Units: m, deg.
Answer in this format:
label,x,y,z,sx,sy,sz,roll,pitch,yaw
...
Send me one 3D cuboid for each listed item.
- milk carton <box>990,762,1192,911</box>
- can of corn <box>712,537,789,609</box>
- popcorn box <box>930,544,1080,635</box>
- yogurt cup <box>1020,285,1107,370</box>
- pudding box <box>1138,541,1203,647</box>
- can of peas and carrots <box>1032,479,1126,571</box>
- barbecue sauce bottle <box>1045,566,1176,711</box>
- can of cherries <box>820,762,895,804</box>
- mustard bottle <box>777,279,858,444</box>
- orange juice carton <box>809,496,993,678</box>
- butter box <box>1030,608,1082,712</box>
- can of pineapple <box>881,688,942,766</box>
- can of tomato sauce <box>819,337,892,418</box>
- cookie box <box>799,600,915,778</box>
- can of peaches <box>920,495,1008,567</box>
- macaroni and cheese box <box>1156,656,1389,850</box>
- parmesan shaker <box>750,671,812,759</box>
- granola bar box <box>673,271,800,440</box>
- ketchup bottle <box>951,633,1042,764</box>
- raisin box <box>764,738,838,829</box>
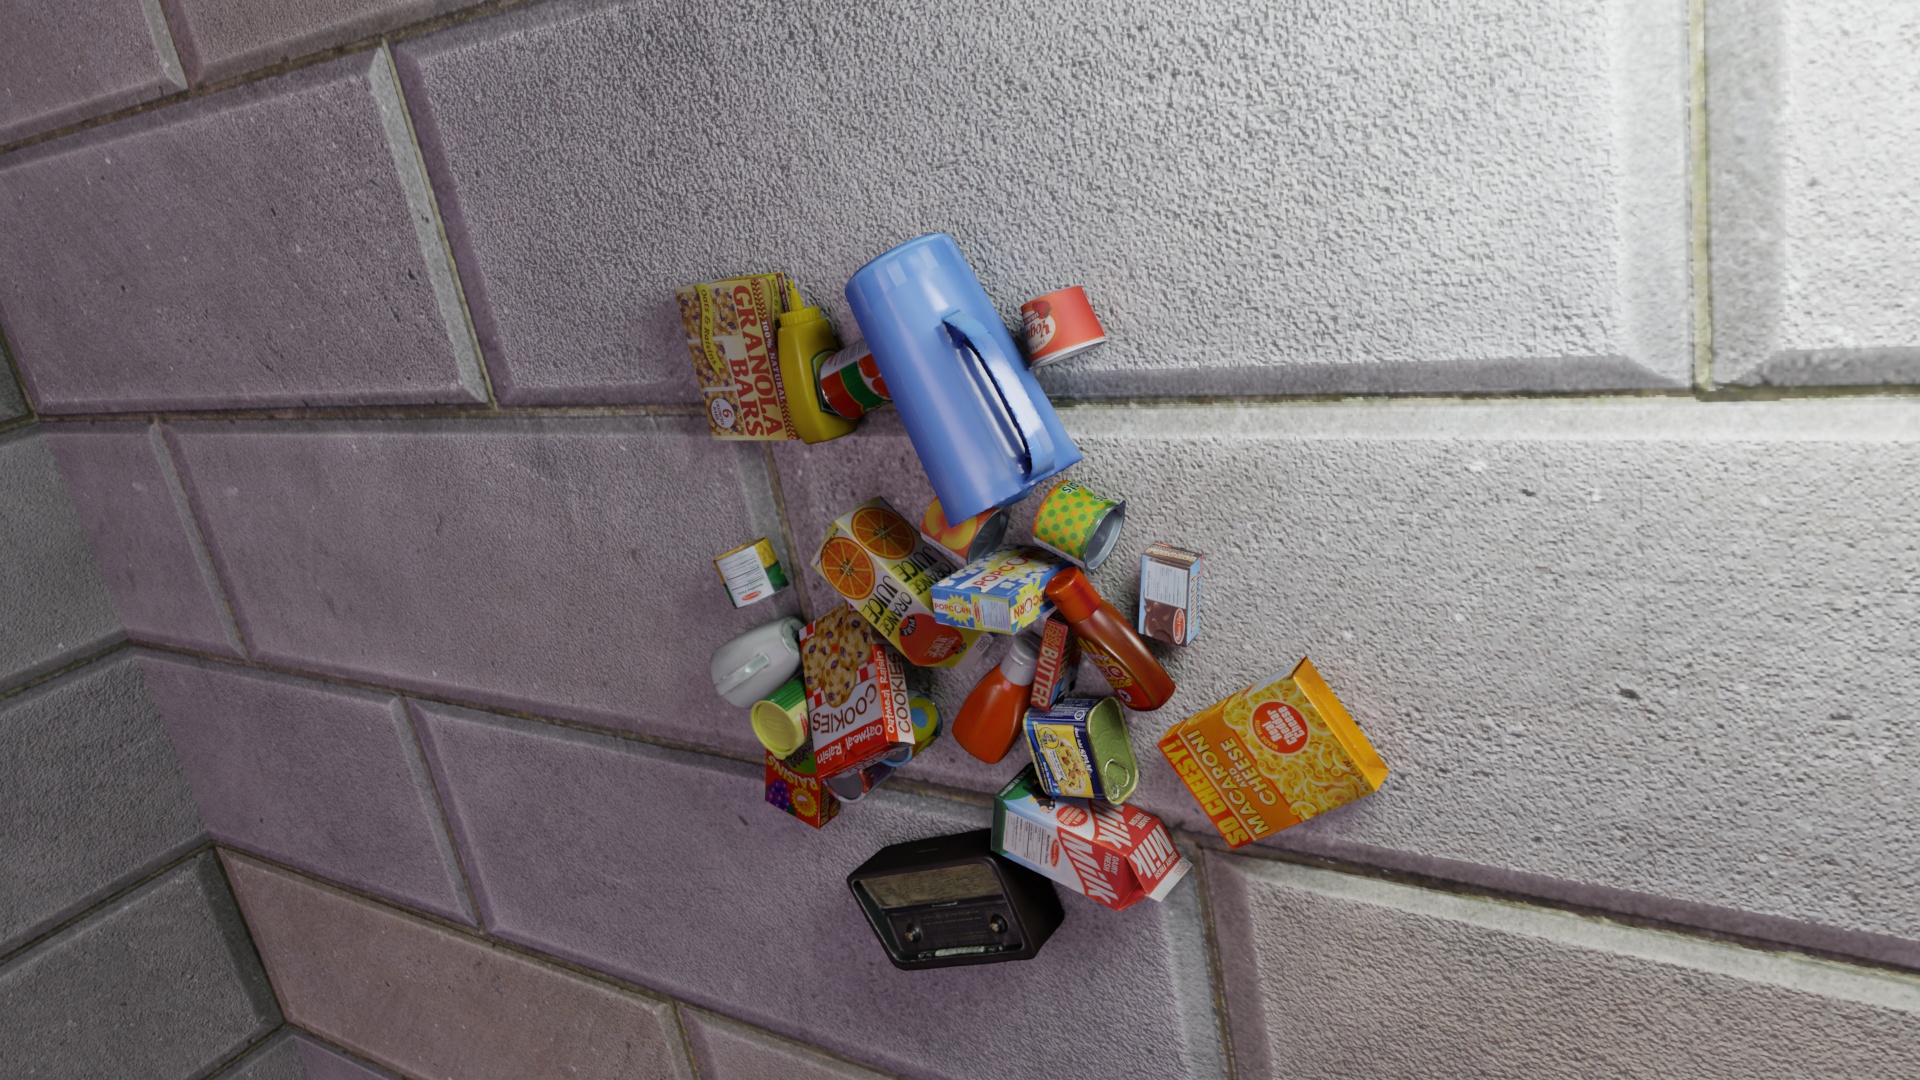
label,x,y,z,sx,sy,sz,roll,pitch,yaw
milk carton,0.129,0.299,1.376,0.191,0.073,0.073,20,122,29
can of corn,-0.229,0.035,1.519,0.071,0.071,0.058,-16,101,40
popcorn box,0.044,0.043,1.277,0.085,0.127,0.038,7,112,34
yogurt cup,0.085,-0.183,1.180,0.072,0.073,0.054,-18,92,41
pudding box,0.187,0.048,1.239,0.050,0.030,0.083,14,120,30
can of peas and carrots,0.107,-0.016,1.244,0.059,0.071,0.070,27,125,24
barbecue sauce bottle,0.133,0.089,1.259,0.148,0.044,0.065,52,159,-19
can of cherries,-0.116,0.248,1.542,0.071,0.059,0.071,16,121,29
mustard bottle,-0.146,-0.176,1.355,0.049,0.065,0.160,-4,105,42
orange juice carton,-0.051,0.053,1.388,0.193,0.073,0.071,43,130,11
butter box,0.095,0.108,1.320,0.024,0.053,0.103,24,124,23
can of pineapple,-0.061,0.201,1.478,0.071,0.058,0.070,16,121,30
can of tomato sauce,-0.080,-0.158,1.313,0.083,0.071,0.071,-22,98,40
cookie box,-0.111,0.151,1.449,0.122,0.040,0.168,-32,59,41
can of peaches,0.005,-0.017,1.320,0.058,0.071,0.071,31,127,22
macaroni and cheese box,0.275,0.193,1.237,0.165,0.040,0.123,-37,88,41
parmesan shaker,-0.171,0.185,1.521,0.071,0.103,0.071,16,120,30
granola bar box,-0.218,-0.186,1.418,0.124,0.039,0.165,2,113,36
ketchup bottle,0.043,0.156,1.389,0.065,0.044,0.148,37,129,15
raisin box,-0.183,0.263,1.612,0.086,0.040,0.122,21,121,27
